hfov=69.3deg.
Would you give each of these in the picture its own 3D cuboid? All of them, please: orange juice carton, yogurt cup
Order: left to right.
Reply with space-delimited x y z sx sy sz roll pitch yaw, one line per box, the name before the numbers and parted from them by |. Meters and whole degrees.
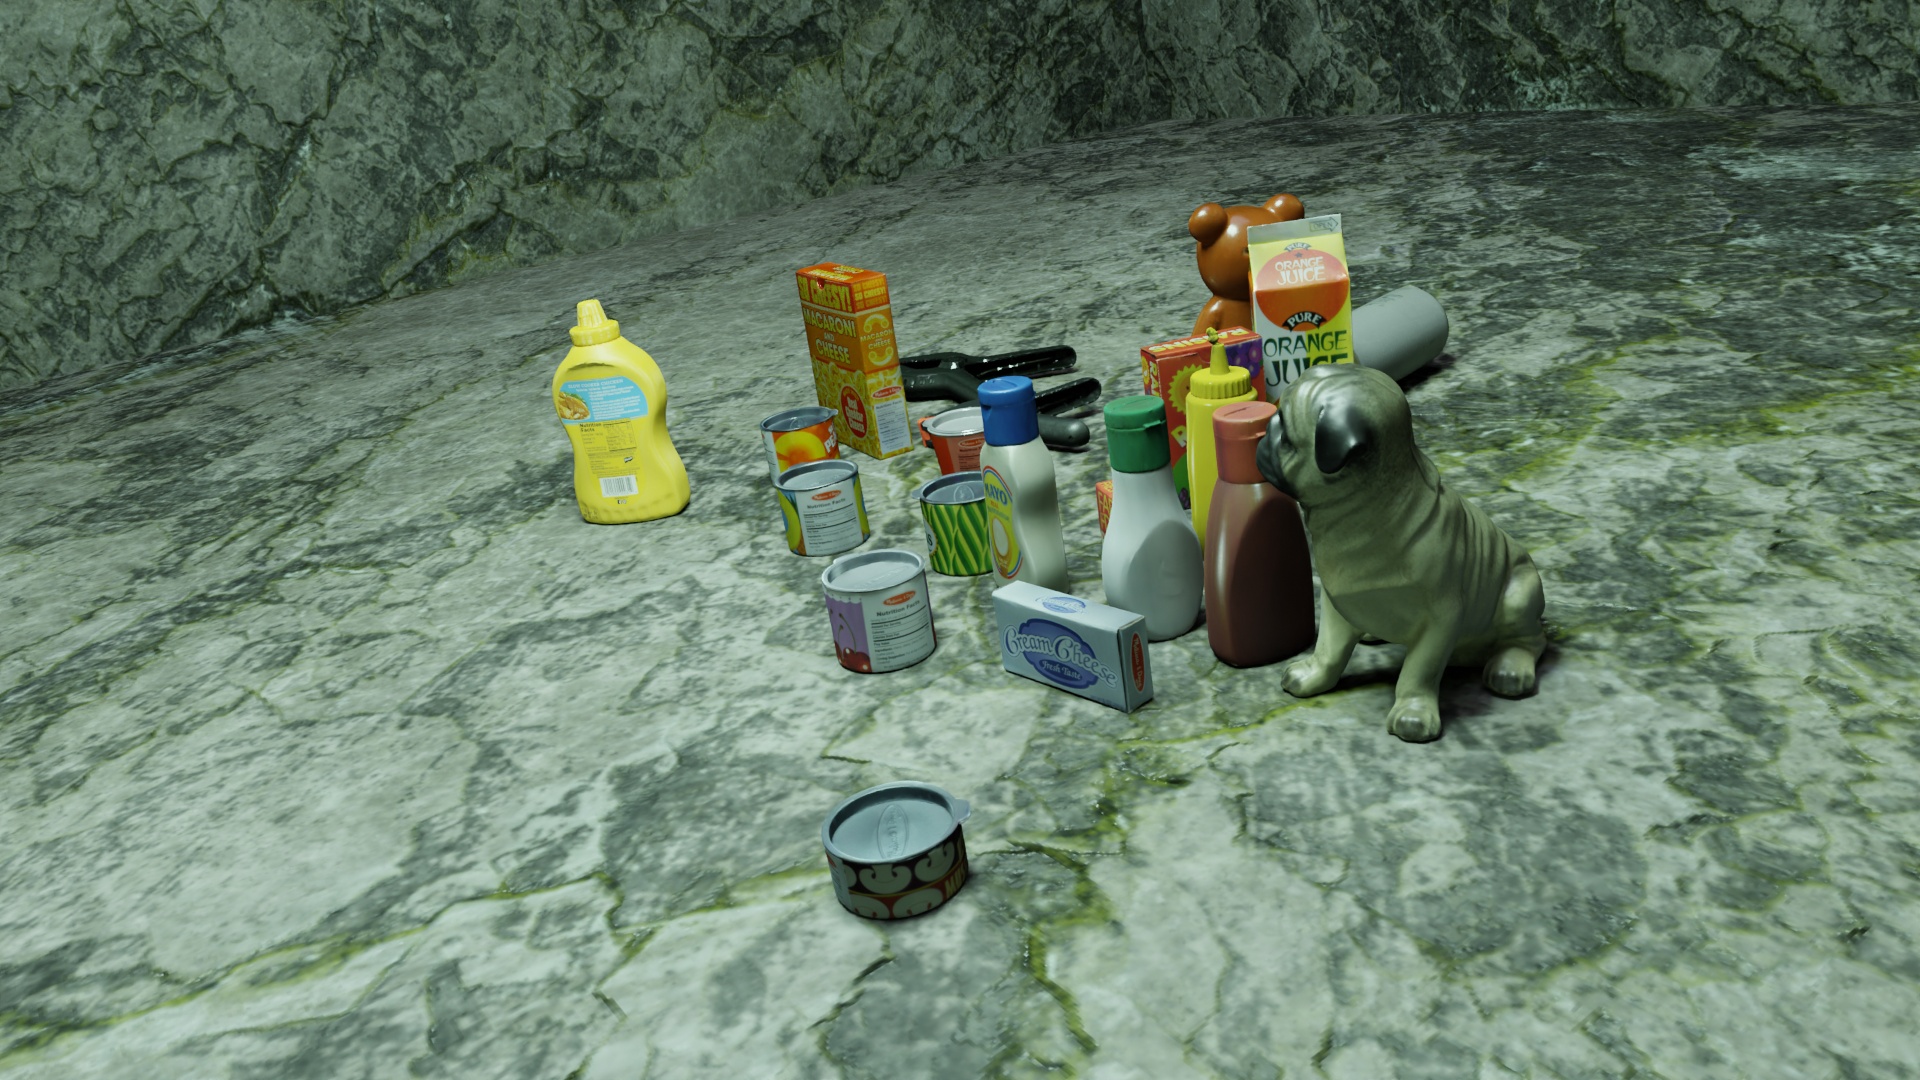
yogurt cup | 0.009 -0.078 1.180 0.072 0.053 0.072 -8 21 3
orange juice carton | 0.264 -0.153 1.078 0.072 0.192 0.073 -5 21 10

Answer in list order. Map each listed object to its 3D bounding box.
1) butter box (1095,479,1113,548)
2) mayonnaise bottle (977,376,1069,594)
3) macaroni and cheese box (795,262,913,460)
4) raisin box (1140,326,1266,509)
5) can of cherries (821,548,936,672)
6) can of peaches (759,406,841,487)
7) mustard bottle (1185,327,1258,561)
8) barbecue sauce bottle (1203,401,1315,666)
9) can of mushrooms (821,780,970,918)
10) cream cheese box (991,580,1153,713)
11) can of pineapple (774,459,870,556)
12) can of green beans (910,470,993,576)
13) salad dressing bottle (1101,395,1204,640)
butter box | 0.123 -0.004 0.947 0.024 0.053 0.104 -14 22 -12
mayonnaise bottle | 0.039 -0.034 0.927 0.041 0.147 0.065 -18 23 -22
macaroni and cheese box | -0.100 -0.169 1.300 0.040 0.165 0.124 -19 23 -25
raisin box | 0.186 -0.092 1.049 0.086 0.123 0.040 -13 21 -10
can of cherries | -0.052 0.044 0.888 0.071 0.058 0.072 -8 21 3
can of peaches | -0.140 -0.083 1.244 0.071 0.057 0.071 -8 21 3
mustard bottle | 0.178 -0.064 0.931 0.049 0.159 0.065 0 23 22
barbecue sauce bottle | 0.169 -0.004 0.800 0.065 0.148 0.044 -17 22 -20
can of mushrooms | -0.028 0.145 0.656 0.071 0.033 0.071 -8 21 3
cream cheese box | 0.064 0.060 0.808 0.024 0.053 0.104 -25 27 -36
can of pineapple | -0.108 -0.027 1.089 0.071 0.057 0.071 -8 21 3
can of green beans | 0.006 -0.013 1.010 0.071 0.057 0.071 -8 21 3
salad dressing bottle | 0.114 -0.014 0.846 0.064 0.147 0.044 -18 23 -22
